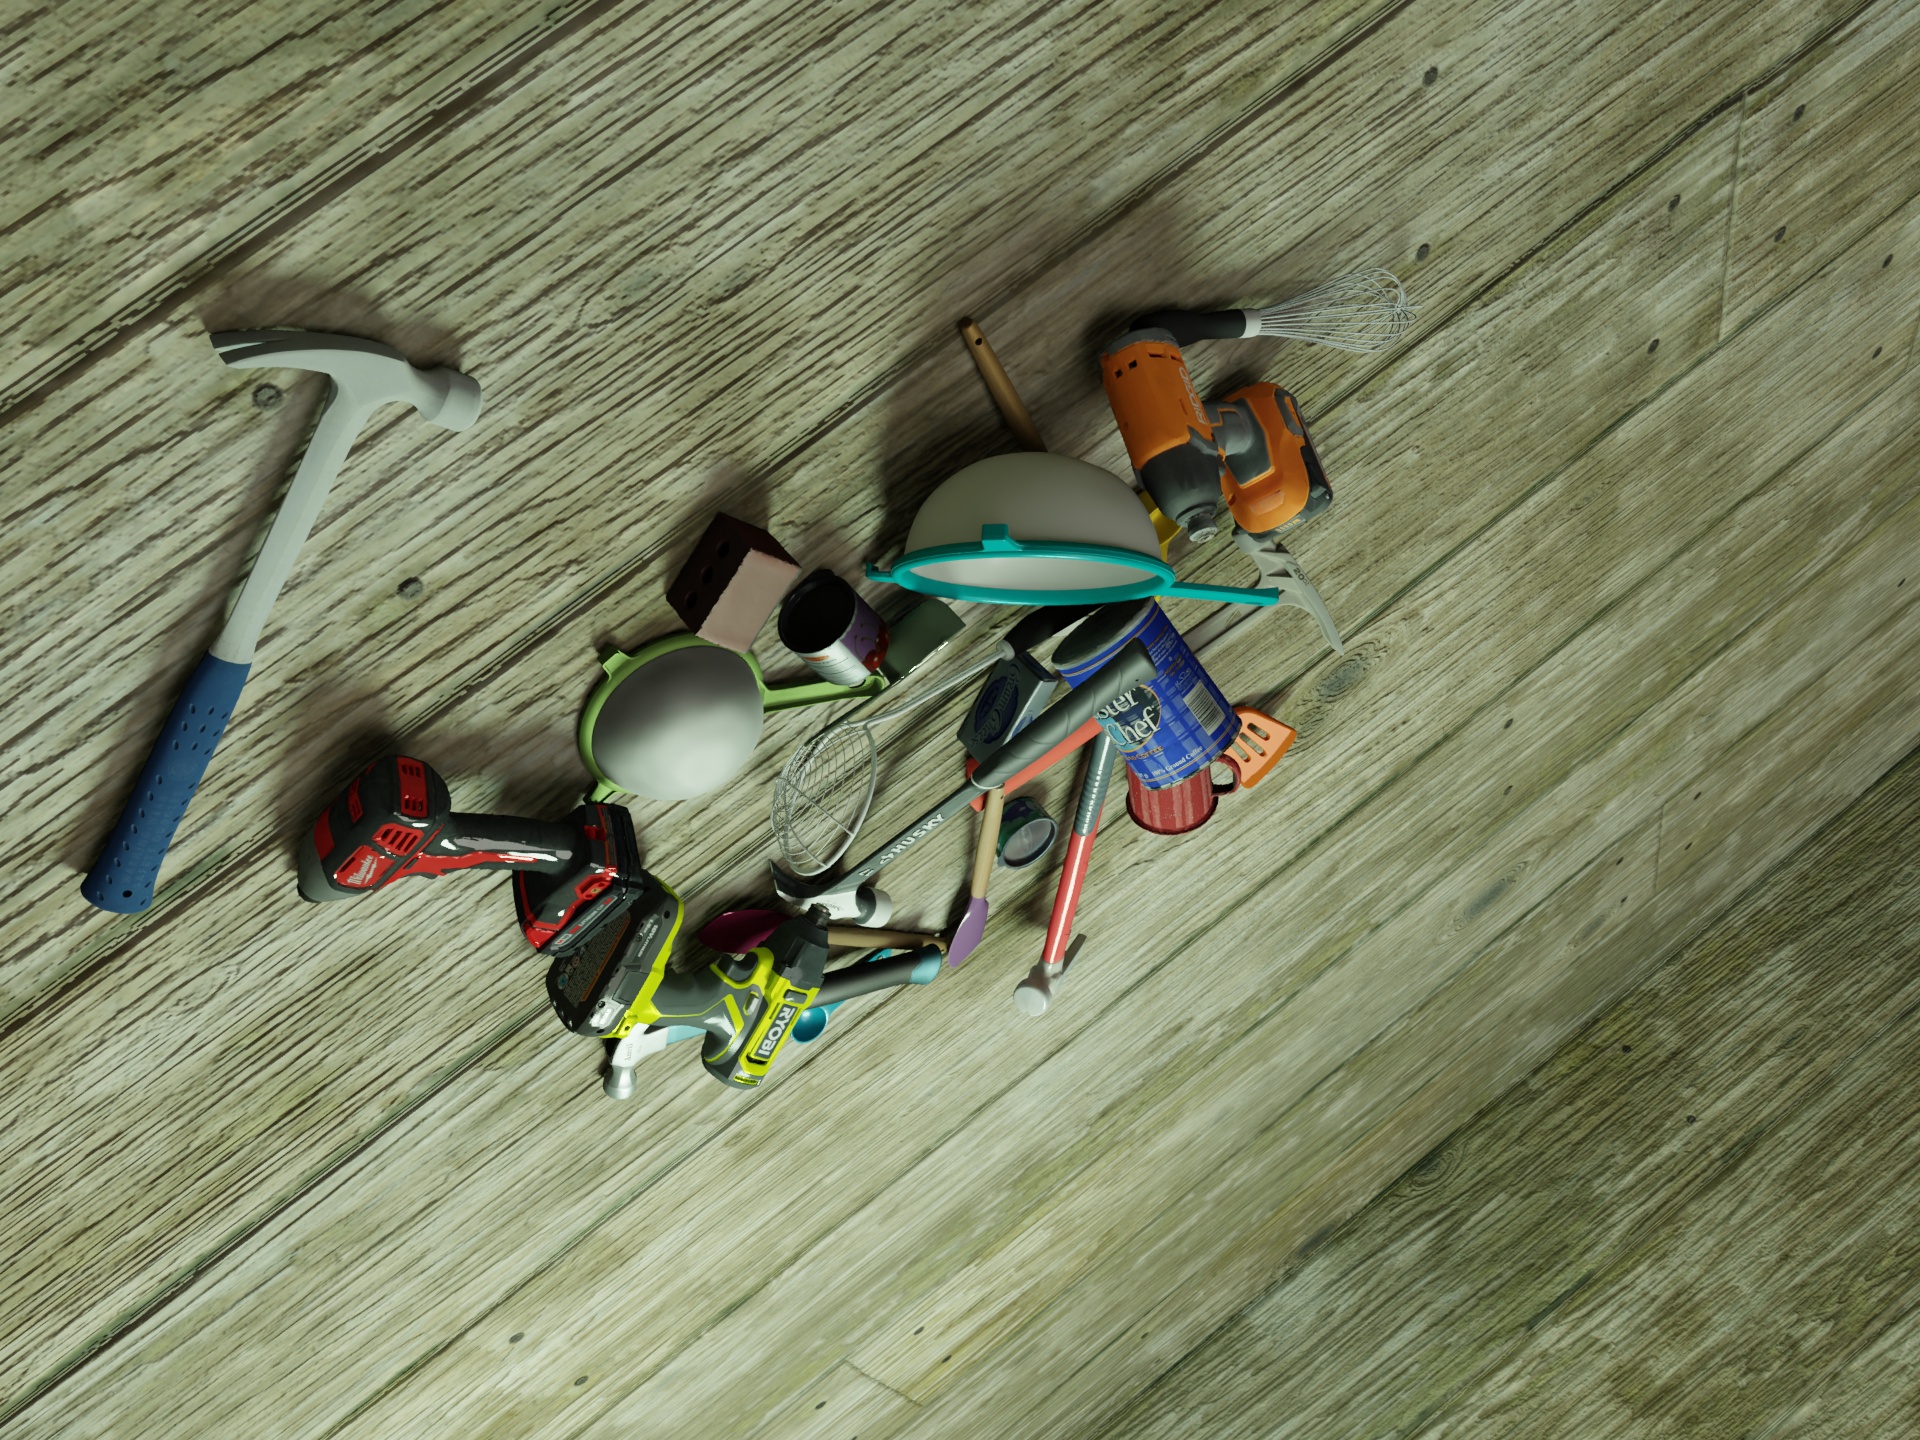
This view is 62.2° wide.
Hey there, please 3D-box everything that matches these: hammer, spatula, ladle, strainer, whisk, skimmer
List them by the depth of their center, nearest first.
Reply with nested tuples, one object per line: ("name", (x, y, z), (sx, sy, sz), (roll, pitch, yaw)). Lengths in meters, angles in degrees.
("hammer", (-0.434, -0.049, 0.941), (0.144, 0.035, 0.405), (13, 118, -48))
("strainer", (-0.158, 0.004, 1.209), (0.256, 0.069, 0.151), (-11, 133, -32))
("strainer", (0.110, -0.144, 1.218), (0.340, 0.211, 0.095), (3, 85, -30))
("ladle", (0.064, -0.202, 1.241), (0.069, 0.031, 0.315), (-38, 141, 0))
("whisk", (0.252, -0.320, 1.271), (0.284, 0.070, 0.070), (-12, 134, -27))
("skimmer", (-0.002, -0.004, 1.313), (0.363, 0.127, 0.090), (-31, 113, -20))
("hammer", (0.006, 0.056, 1.339), (0.409, 0.036, 0.149), (-39, 144, 28))
("hammer", (0.160, -0.024, 1.424), (0.359, 0.037, 0.149), (-35, 106, 8))
("hammer", (-0.166, 0.260, 1.471), (0.331, 0.033, 0.128), (-10, 132, -30))
("spatula", (0.018, 0.151, 1.513), (0.060, 0.018, 0.315), (-41, 156, -31))
("spatula", (0.236, -0.021, 1.559), (0.081, 0.041, 0.322), (-49, 141, 6))
("hammer", (0.126, 0.105, 1.568), (0.143, 0.038, 0.386), (-47, 153, -56))

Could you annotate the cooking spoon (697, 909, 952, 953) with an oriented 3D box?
("cooking spoon", (-0.115, 0.201, 1.485), (0.068, 0.017, 0.318), (-42, 146, 27))

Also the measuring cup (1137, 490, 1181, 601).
("measuring cup", (0.165, -0.149, 1.391), (0.062, 0.029, 0.156), (-30, 153, -15))

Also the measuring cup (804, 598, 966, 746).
("measuring cup", (-0.067, -0.039, 1.236), (0.167, 0.038, 0.083), (-38, 180, -26))

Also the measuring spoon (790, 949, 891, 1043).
("measuring spoon", (-0.119, 0.262, 1.549), (0.128, 0.021, 0.042), (-41, 131, -16))

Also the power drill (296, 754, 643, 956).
("power drill", (-0.348, 0.099, 1.121), (0.143, 0.079, 0.219), (-39, 142, 29))

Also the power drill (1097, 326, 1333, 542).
("power drill", (0.202, -0.203, 1.236), (0.084, 0.164, 0.226), (-28, 161, 33))

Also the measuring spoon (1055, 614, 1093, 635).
("measuring spoon", (0.109, -0.090, 1.404), (0.124, 0.018, 0.034), (-7, 135, -28))

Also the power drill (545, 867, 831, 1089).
("power drill", (-0.215, 0.208, 1.325), (0.223, 0.080, 0.171), (27, 94, -45))
